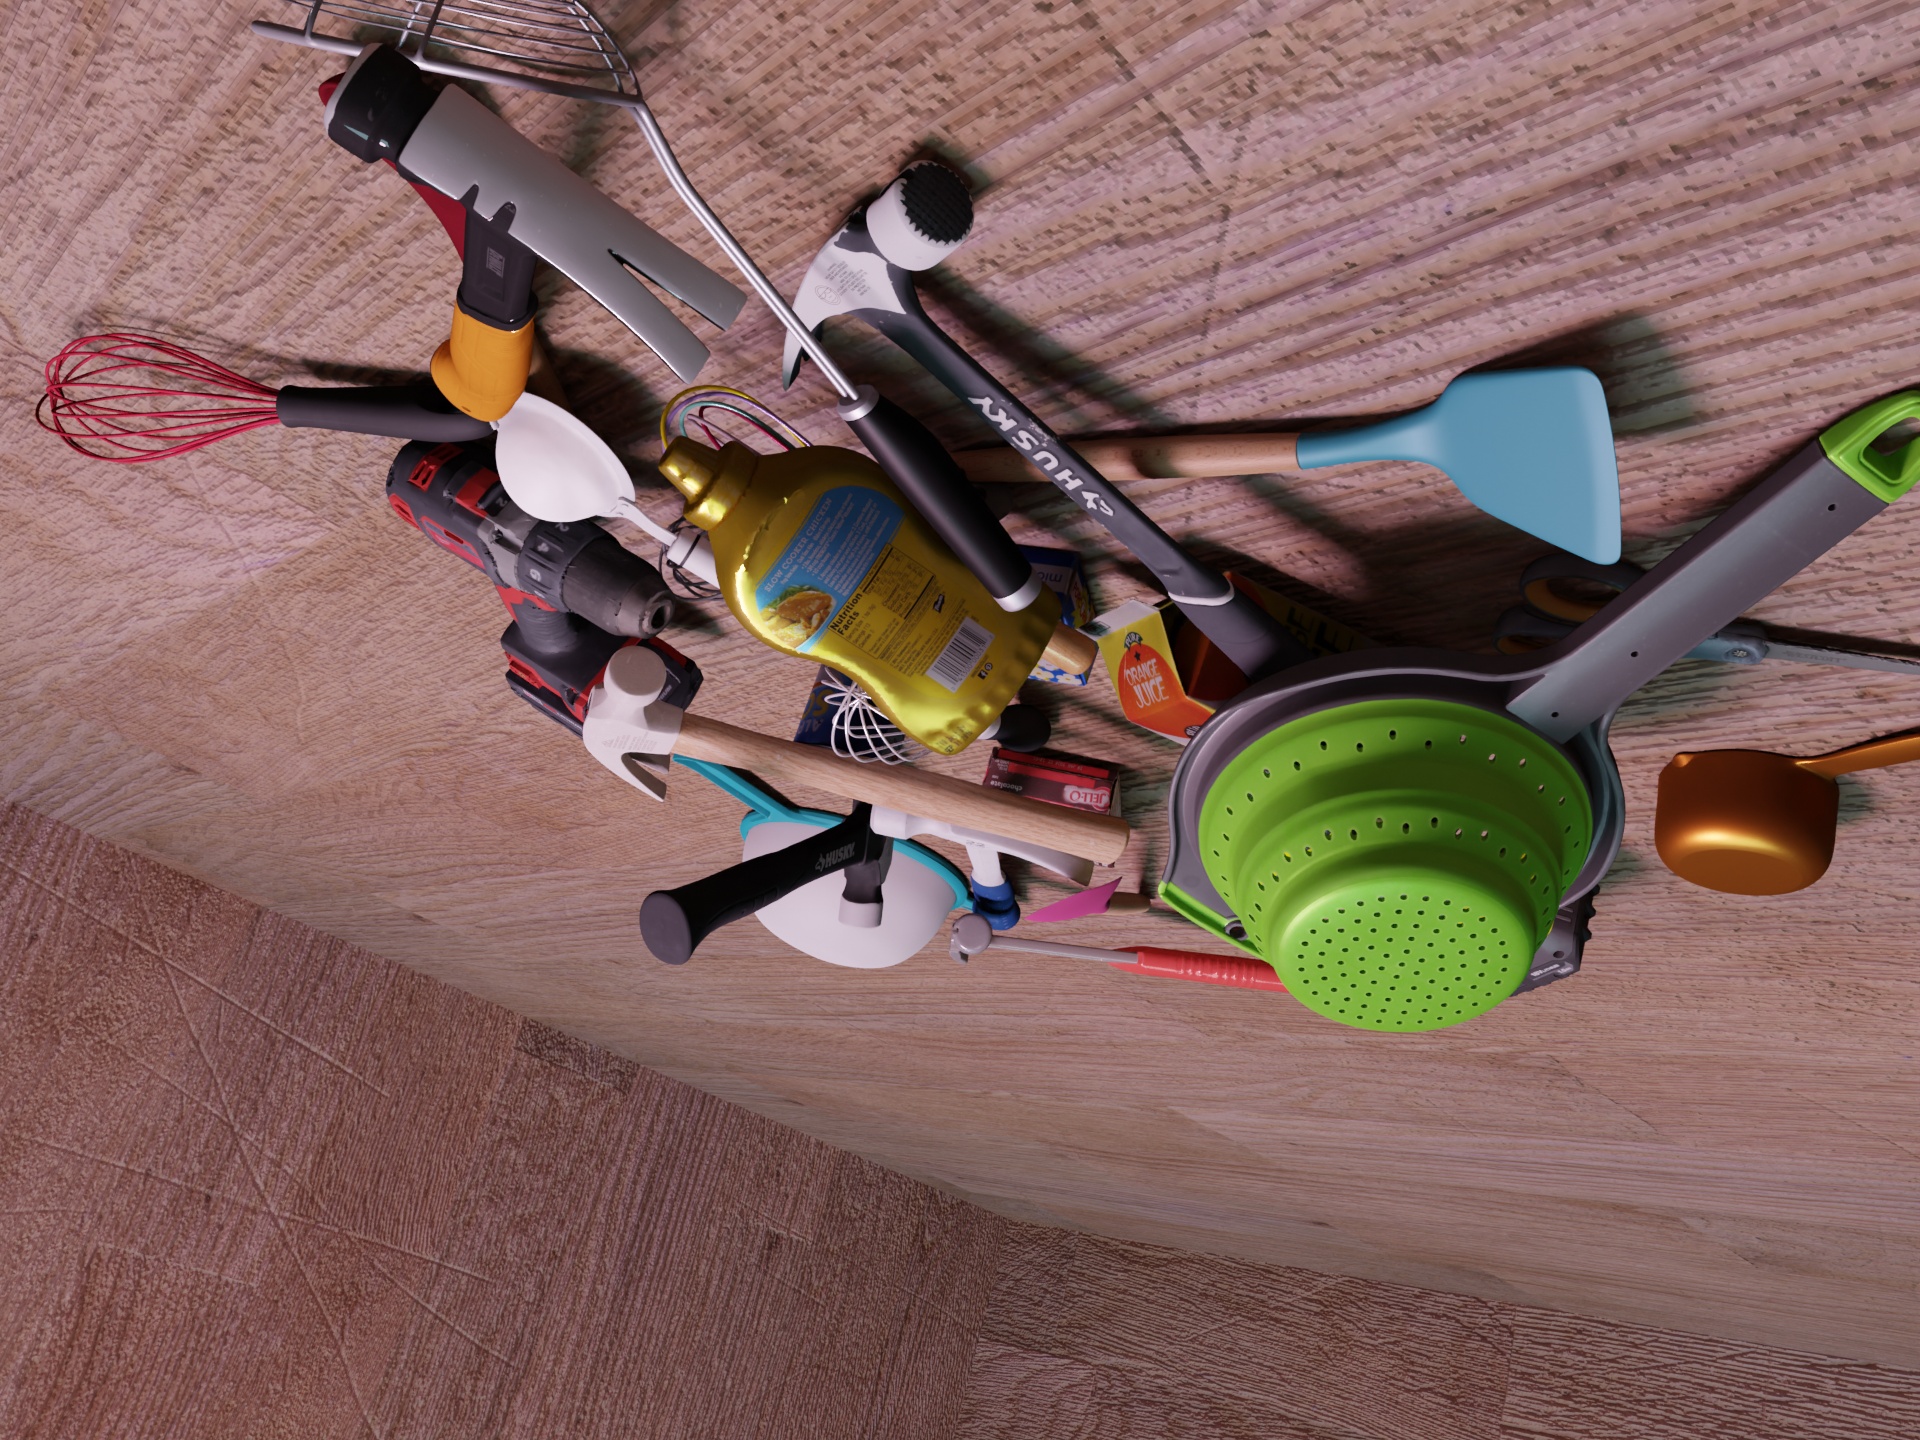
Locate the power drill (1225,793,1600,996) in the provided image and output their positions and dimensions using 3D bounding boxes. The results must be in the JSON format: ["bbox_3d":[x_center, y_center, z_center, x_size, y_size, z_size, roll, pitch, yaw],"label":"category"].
[{"bbox_3d":[0.269,0.087,0.984,0.228,0.080,0.190,22,157,-4],"label":"power drill"}]

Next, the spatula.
[{"bbox_3d":[0.118,-0.110,0.681,0.317,0.044,0.082,3,129,34],"label":"spatula"}]

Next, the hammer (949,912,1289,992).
[{"bbox_3d":[0.170,0.198,1.288,0.359,0.037,0.149,7,168,3],"label":"hammer"}]

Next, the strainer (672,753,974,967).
[{"bbox_3d":[-0.139,0.132,1.349,0.211,0.095,0.340,0,153,36],"label":"strainer"}]

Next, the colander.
[{"bbox_3d":[0.238,0.026,0.661,0.204,0.095,0.397,29,131,-17],"label":"colander"}]

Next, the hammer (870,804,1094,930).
[{"bbox_3d":[0.026,0.116,1.185,0.144,0.035,0.405,13,167,7],"label":"hammer"}]

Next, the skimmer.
[{"bbox_3d":[-0.099,-0.149,0.622,0.363,0.090,0.127,47,179,-31],"label":"skimmer"}]

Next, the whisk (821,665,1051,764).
[{"bbox_3d":[-0.002,-0.002,0.902,0.070,0.070,0.284,8,178,22],"label":"whisk"}]

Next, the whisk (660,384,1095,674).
[{"bbox_3d":[-0.034,-0.090,0.775,0.244,0.047,0.051,29,134,-18],"label":"whisk"}]

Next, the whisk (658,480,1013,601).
[{"bbox_3d":[-0.073,-0.098,0.844,0.239,0.055,0.055,-5,149,36],"label":"whisk"}]

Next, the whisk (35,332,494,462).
[{"bbox_3d":[-0.388,-0.175,0.881,0.296,0.073,0.073,6,155,15],"label":"whisk"}]

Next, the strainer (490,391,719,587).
[{"bbox_3d":[-0.151,-0.094,0.825,0.258,0.050,0.087,31,155,-14],"label":"strainer"}]

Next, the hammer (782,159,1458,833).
[{"bbox_3d":[0.090,-0.069,0.712,0.408,0.036,0.149,39,153,-19],"label":"hammer"}]

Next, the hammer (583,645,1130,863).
[{"bbox_3d":[-0.056,0.036,0.934,0.331,0.031,0.130,15,152,-17],"label":"hammer"}]

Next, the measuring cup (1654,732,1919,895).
[{"bbox_3d":[0.429,0.047,0.804,0.095,0.052,0.173,24,159,-14],"label":"measuring cup"}]

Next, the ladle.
[{"bbox_3d":[-0.216,-0.192,0.754,0.069,0.031,0.315,23,161,13],"label":"ladle"}]

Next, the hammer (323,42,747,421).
[{"bbox_3d":[-0.174,-0.154,0.619,0.127,0.034,0.337,33,171,-16],"label":"hammer"}]

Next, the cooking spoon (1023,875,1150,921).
[{"bbox_3d":[0.105,0.131,1.136,0.069,0.017,0.318,-25,168,12],"label":"cooking spoon"}]

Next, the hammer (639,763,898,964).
[{"bbox_3d":[-0.110,0.090,1.011,0.035,0.146,0.334,10,-172,17],"label":"hammer"}]

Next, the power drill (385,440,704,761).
[{"bbox_3d":[-0.225,-0.062,0.943,0.188,0.080,0.226,30,160,21],"label":"power drill"}]
